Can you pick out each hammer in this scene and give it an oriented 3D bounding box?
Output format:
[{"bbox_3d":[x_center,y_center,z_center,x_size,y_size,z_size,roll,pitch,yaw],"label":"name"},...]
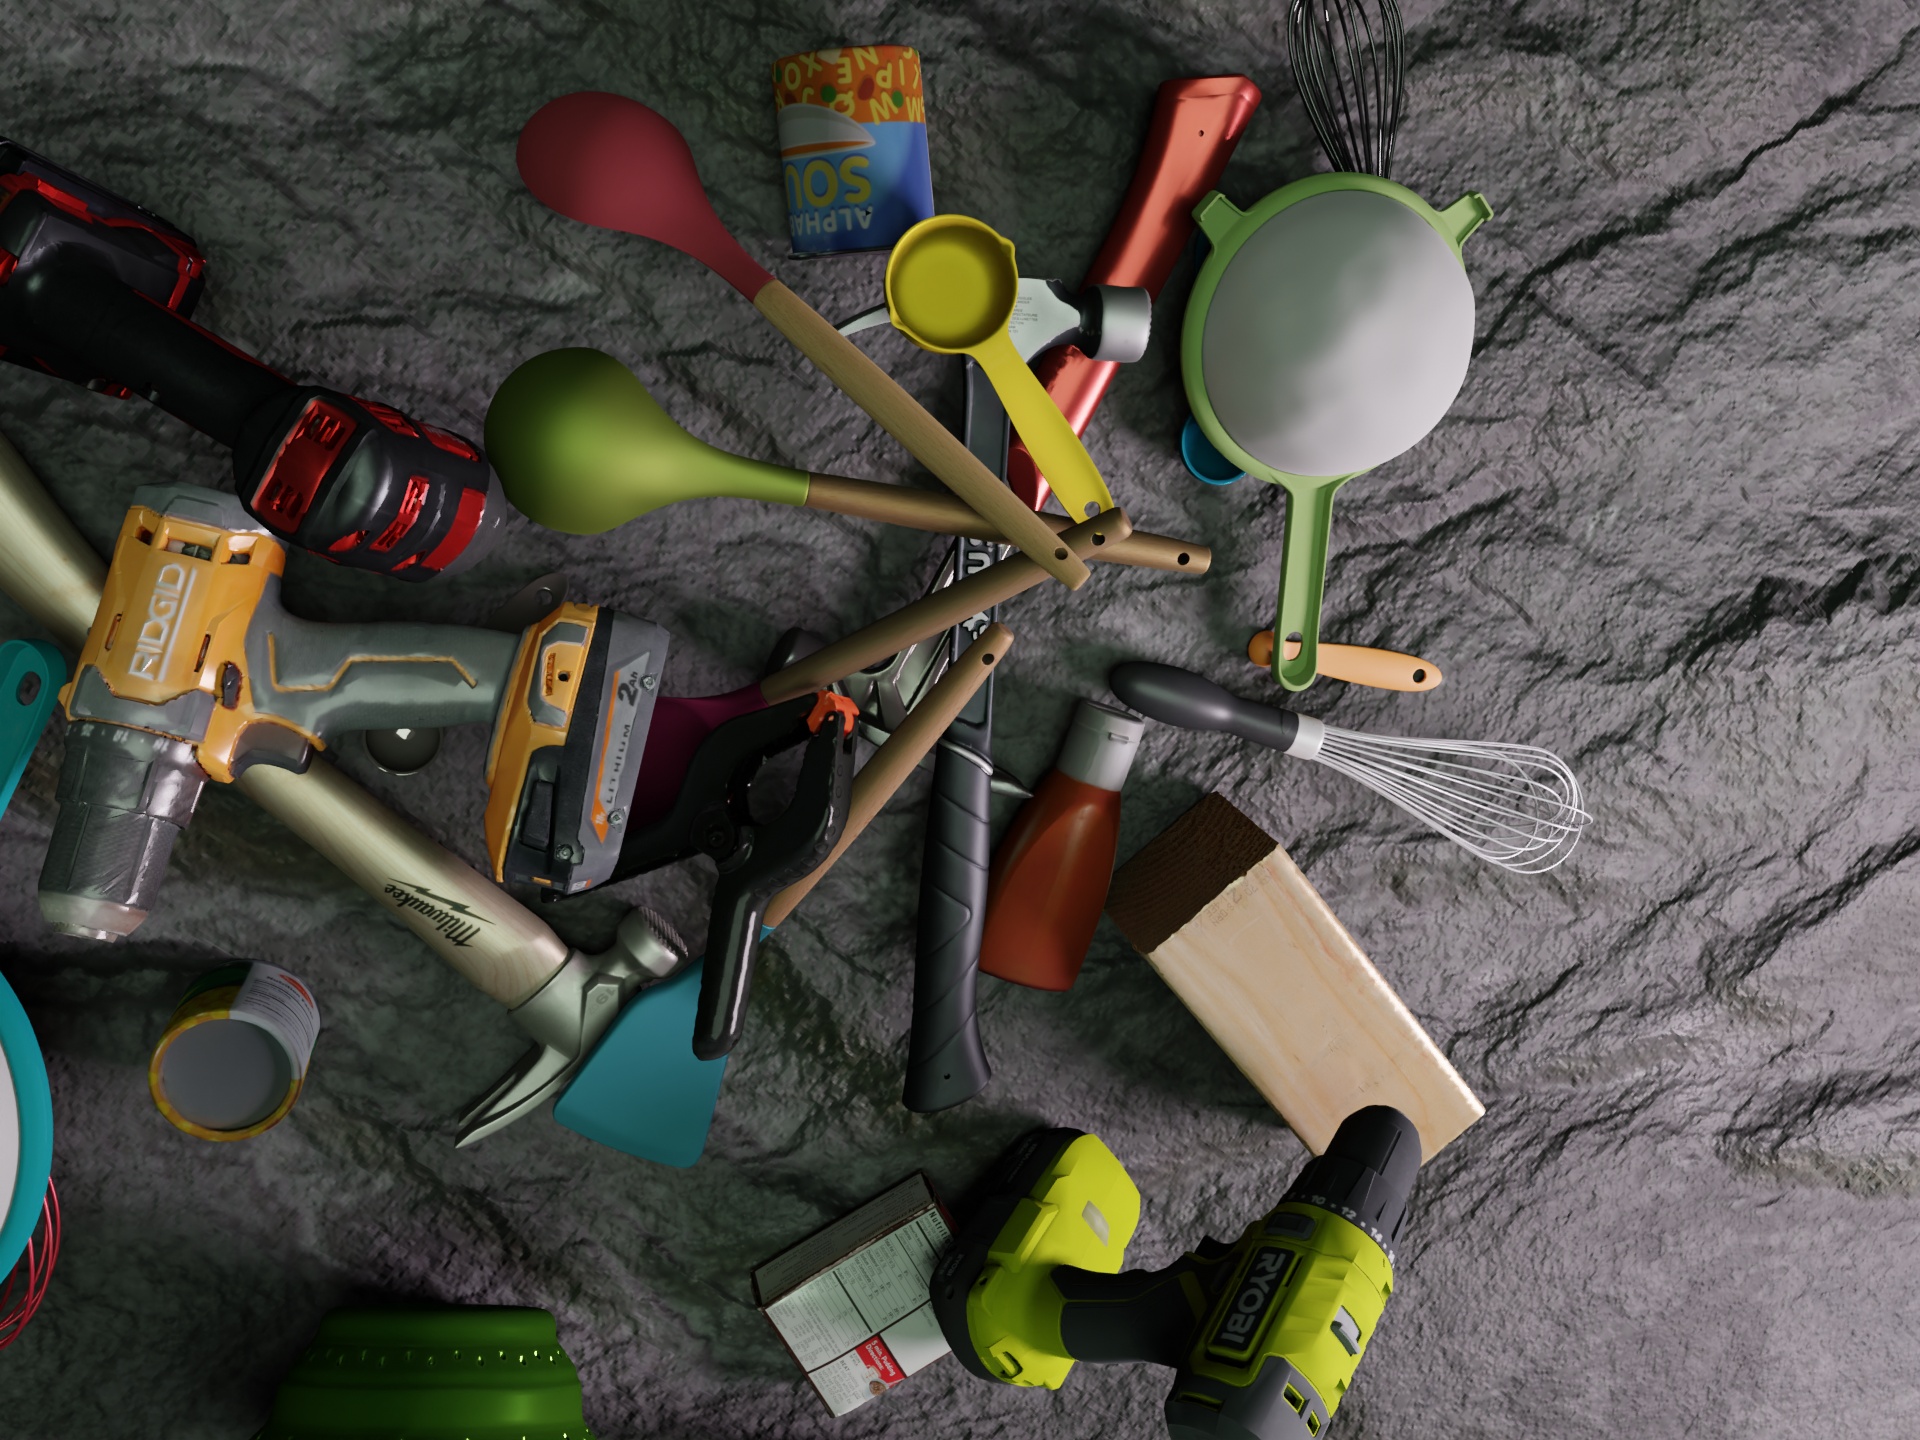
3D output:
[{"bbox_3d":[0.051,-0.141,0.773,0.149,0.037,0.359,27,97,-19],"label":"hammer"},{"bbox_3d":[-0.001,-0.002,0.759,0.149,0.036,0.409,1,104,-11],"label":"hammer"},{"bbox_3d":[-0.320,0.027,0.725,0.146,0.038,0.410,-43,110,1],"label":"hammer"}]

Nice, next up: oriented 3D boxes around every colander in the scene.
[{"bbox_3d":[-0.189,0.349,0.811,0.396,0.204,0.095,15,66,-33],"label":"colander"}]

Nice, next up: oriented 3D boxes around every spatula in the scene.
[{"bbox_3d":[-0.074,0.081,0.744,0.082,0.044,0.317,30,109,-28],"label":"spatula"}]

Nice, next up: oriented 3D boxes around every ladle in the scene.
[{"bbox_3d":[-0.065,-0.163,0.675,0.315,0.031,0.069,42,70,3],"label":"ladle"},{"bbox_3d":[-0.043,-0.099,0.694,0.320,0.062,0.078,8,106,-15],"label":"ladle"}]

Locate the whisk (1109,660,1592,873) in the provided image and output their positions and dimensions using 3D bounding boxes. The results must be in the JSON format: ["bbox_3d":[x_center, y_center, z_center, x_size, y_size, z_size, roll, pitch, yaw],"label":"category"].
[{"bbox_3d":[0.210,0.016,0.847,0.284,0.070,0.070,17,100,-12],"label":"whisk"}]

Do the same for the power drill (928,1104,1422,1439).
[{"bbox_3d":[0.110,0.266,0.790,0.080,0.228,0.191,55,53,-20],"label":"power drill"}]

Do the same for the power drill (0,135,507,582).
[{"bbox_3d":[-0.278,-0.127,0.615,0.220,0.143,0.078,32,94,8],"label":"power drill"}]

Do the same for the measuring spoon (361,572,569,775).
[{"bbox_3d":[-0.224,-0.023,0.729,0.034,0.018,0.124,42,66,-7],"label":"measuring spoon"}]

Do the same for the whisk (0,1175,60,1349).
[{"bbox_3d":[-0.454,0.146,0.714,0.073,0.073,0.296,-3,99,-13],"label":"whisk"}]

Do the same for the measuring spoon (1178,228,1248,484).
[{"bbox_3d":[0.124,-0.182,0.795,0.042,0.021,0.128,-5,96,-17],"label":"measuring spoon"}]

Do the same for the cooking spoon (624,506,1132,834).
[{"bbox_3d":[-0.066,-0.022,0.726,0.319,0.017,0.068,-25,108,19],"label":"cooking spoon"}]

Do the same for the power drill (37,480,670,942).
[{"bbox_3d":[-0.250,0.015,0.659,0.226,0.084,0.185,14,74,-12],"label":"power drill"}]

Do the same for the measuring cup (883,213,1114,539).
[{"bbox_3d":[0.021,-0.145,0.691,0.062,0.029,0.156,-34,103,-4],"label":"measuring cup"}]

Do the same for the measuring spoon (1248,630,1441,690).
[{"bbox_3d":[0.209,-0.030,0.854,0.117,0.011,0.021,9,102,-16],"label":"measuring spoon"}]

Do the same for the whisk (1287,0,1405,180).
[{"bbox_3d":[0.202,-0.250,0.780,0.055,0.055,0.238,-20,113,-8],"label":"whisk"}]

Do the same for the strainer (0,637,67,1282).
[{"bbox_3d":[-0.464,0.118,0.639,0.211,0.095,0.340,30,98,6],"label":"strainer"}]

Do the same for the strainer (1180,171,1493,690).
[{"bbox_3d":[0.183,-0.127,0.765,0.151,0.069,0.256,-4,113,-14],"label":"strainer"}]
